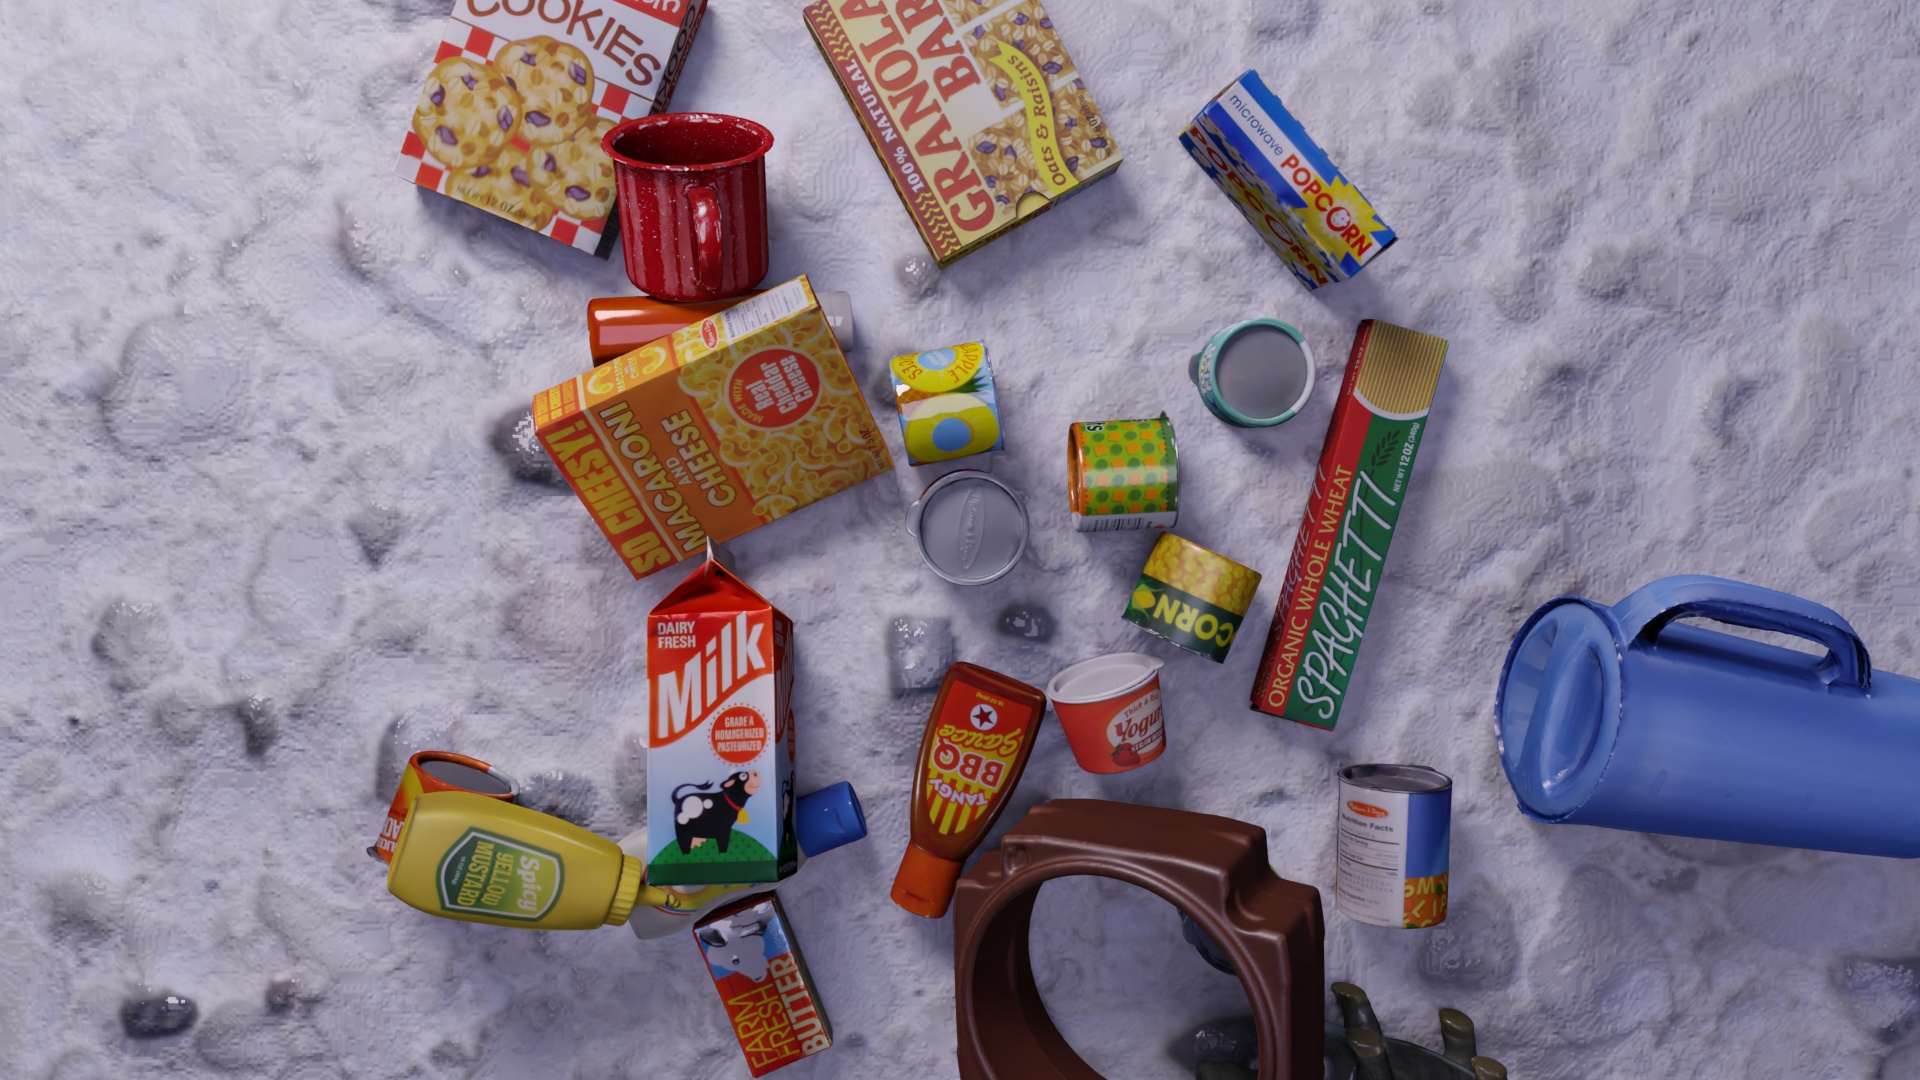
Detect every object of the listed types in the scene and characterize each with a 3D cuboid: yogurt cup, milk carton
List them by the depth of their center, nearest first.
[{"bbox_3d":[-0.135,0.097,0.793,0.073,0.072,0.191,-3,79,2],"label":"milk carton"},{"bbox_3d":[0.090,0.104,0.829,0.072,0.072,0.053,-16,103,-1],"label":"yogurt cup"}]

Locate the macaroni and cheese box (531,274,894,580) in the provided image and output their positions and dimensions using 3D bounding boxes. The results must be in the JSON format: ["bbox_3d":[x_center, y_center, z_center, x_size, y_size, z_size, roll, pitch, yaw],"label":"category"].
[{"bbox_3d":[-0.137,-0.061,0.789,0.166,0.040,0.123,-24,131,0],"label":"macaroni and cheese box"}]

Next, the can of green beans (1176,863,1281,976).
[{"bbox_3d":[0.166,0.221,0.841,0.071,0.058,0.071,0,94,-2],"label":"can of green beans"}]

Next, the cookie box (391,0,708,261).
[{"bbox_3d":[-0.235,-0.264,0.802,0.123,0.040,0.167,22,94,-4],"label":"cookie box"}]

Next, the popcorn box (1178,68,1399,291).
[{"bbox_3d":[0.186,-0.205,0.801,0.038,0.085,0.126,-42,95,2],"label":"popcorn box"}]

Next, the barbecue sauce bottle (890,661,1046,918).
[{"bbox_3d":[-0.001,0.151,0.836,0.065,0.044,0.148,20,93,6],"label":"barbecue sauce bottle"}]

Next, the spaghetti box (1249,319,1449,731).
[{"bbox_3d":[0.235,-0.008,0.844,0.050,0.029,0.249,15,93,-3],"label":"spaghetti box"}]

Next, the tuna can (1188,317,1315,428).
[{"bbox_3d":[0.175,-0.101,0.833,0.071,0.033,0.071,0,94,-3],"label":"tuna can"}]

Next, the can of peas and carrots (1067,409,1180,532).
[{"bbox_3d":[0.095,-0.041,0.818,0.059,0.071,0.071,-3,94,-2],"label":"can of peas and carrots"}]

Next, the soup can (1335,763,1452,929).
[{"bbox_3d":[0.263,0.183,0.840,0.071,0.071,0.083,0,95,-2],"label":"soup can"}]

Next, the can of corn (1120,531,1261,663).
[{"bbox_3d":[0.138,0.034,0.821,0.071,0.071,0.058,24,92,-4],"label":"can of corn"}]

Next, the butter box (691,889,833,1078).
[{"bbox_3d":[-0.120,0.270,0.849,0.053,0.024,0.103,-21,94,-2],"label":"butter box"}]

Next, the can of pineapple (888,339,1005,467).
[{"bbox_3d":[-0.008,-0.081,0.809,0.058,0.071,0.071,-11,94,-1],"label":"can of pineapple"}]

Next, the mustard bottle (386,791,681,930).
[{"bbox_3d":[-0.232,0.186,0.777,0.160,0.049,0.065,17,93,-20],"label":"mustard bottle"}]

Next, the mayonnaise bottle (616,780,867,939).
[{"bbox_3d":[-0.131,0.186,0.834,0.148,0.041,0.064,-20,91,0],"label":"mayonnaise bottle"}]

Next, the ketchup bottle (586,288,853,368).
[{"bbox_3d":[-0.138,-0.123,0.806,0.149,0.065,0.043,-6,94,-10],"label":"ketchup bottle"}]

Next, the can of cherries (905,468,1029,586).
[{"bbox_3d":[0.003,-0.010,0.819,0.071,0.058,0.071,0,95,-2],"label":"can of cherries"}]

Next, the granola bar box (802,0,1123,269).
[{"bbox_3d":[0.002,-0.262,0.812,0.124,0.039,0.165,-29,94,0],"label":"granola bar box"}]

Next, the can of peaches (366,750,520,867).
[{"bbox_3d":[-0.301,0.161,0.812,0.071,0.071,0.058,22,92,-4],"label":"can of peaches"}]
